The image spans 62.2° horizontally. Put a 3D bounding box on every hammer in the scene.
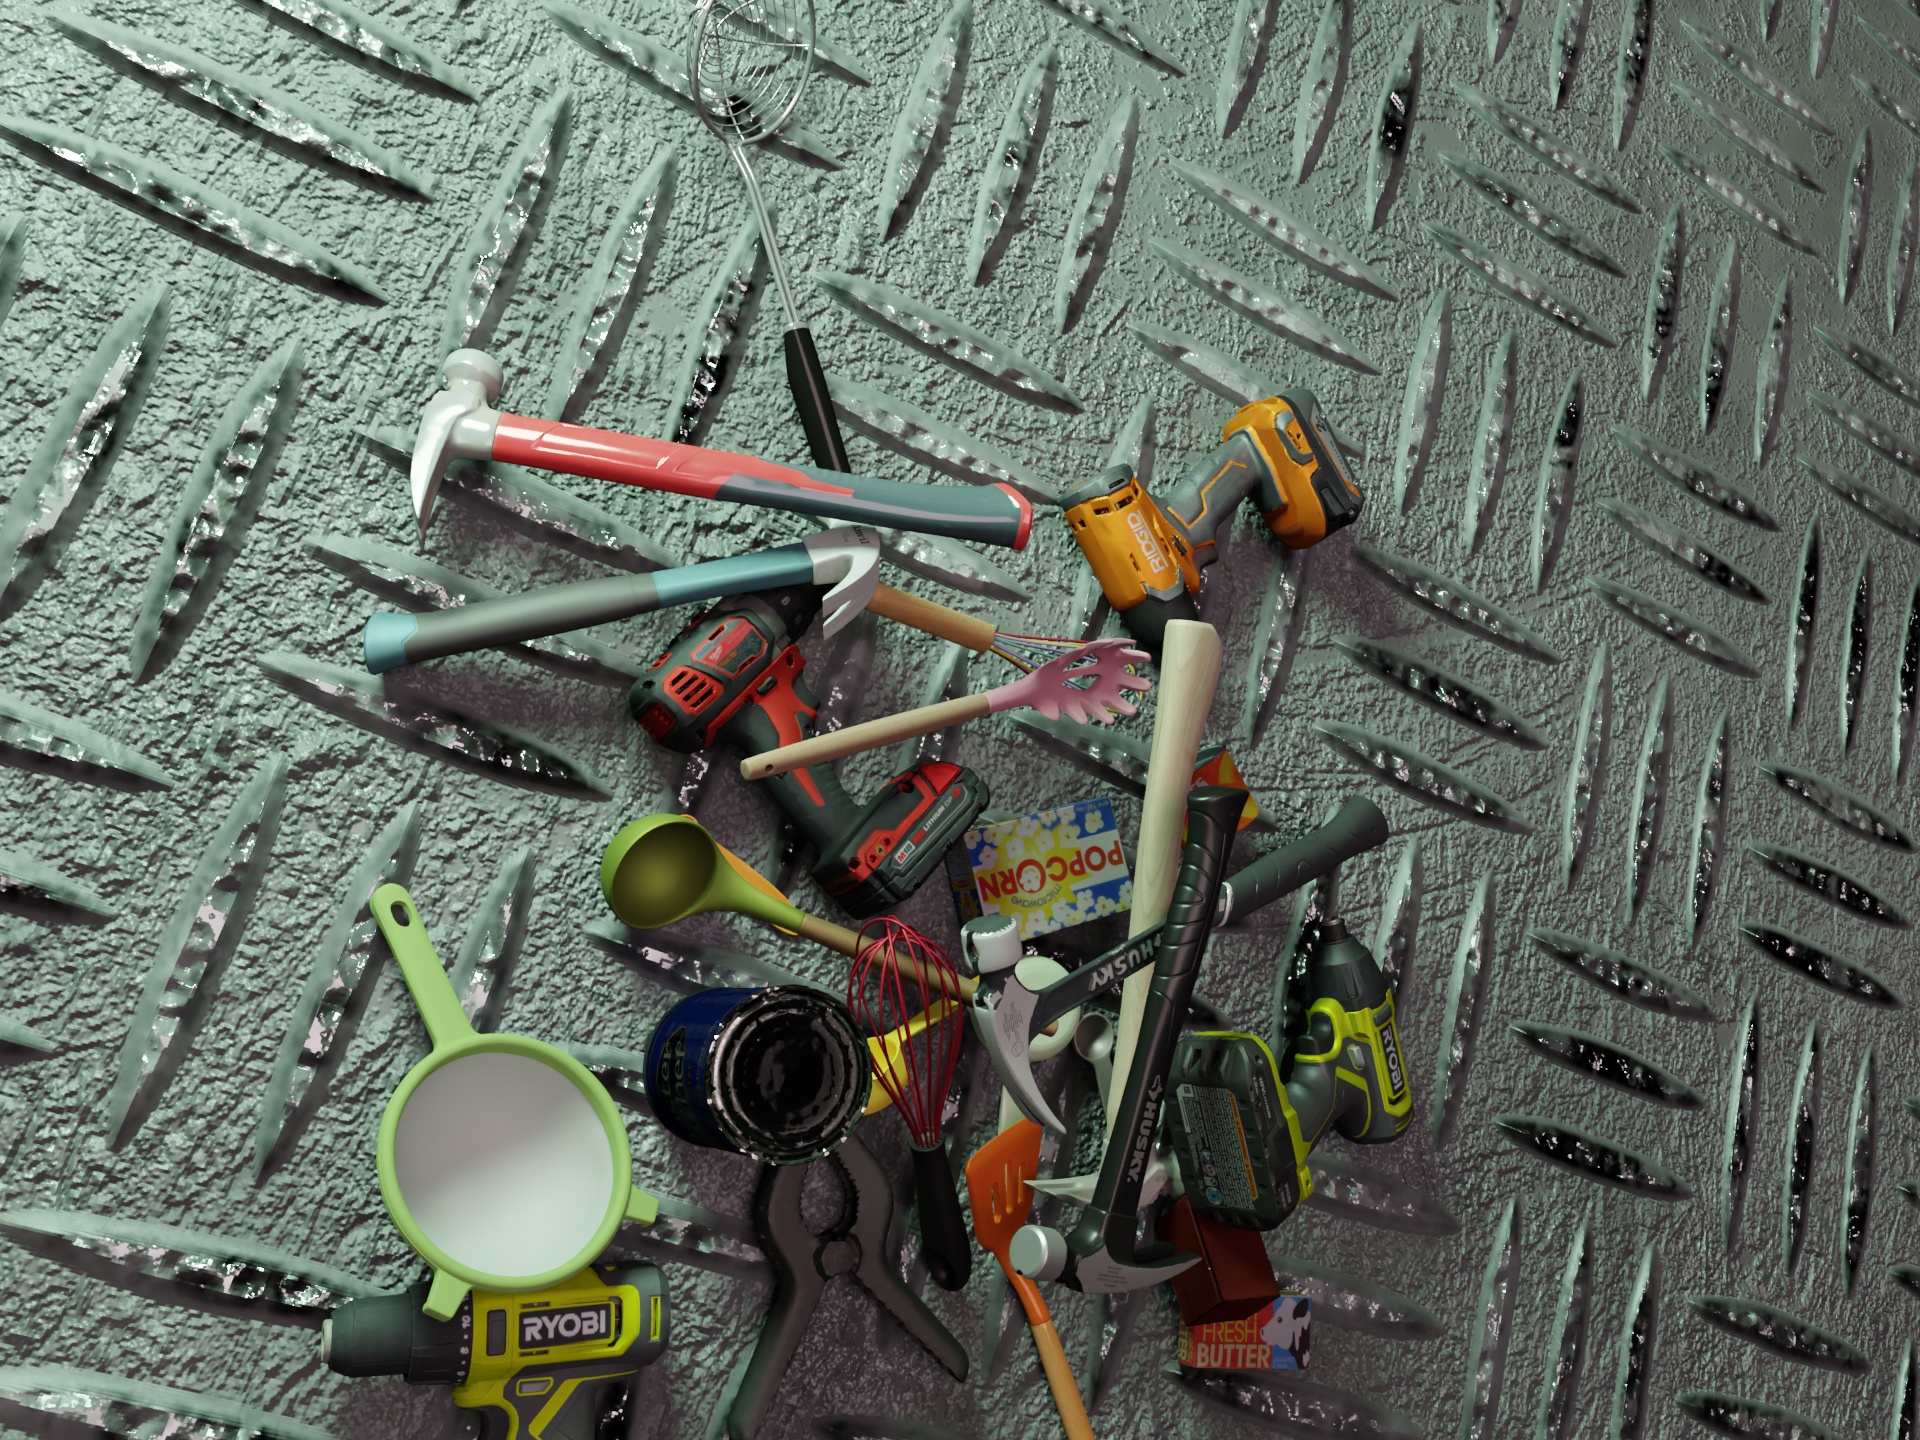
[{"bbox_3d":[-0.208,-0.081,1.013,0.331,0.033,0.128,-13,45,-16],"label":"hammer"},{"bbox_3d":[0.129,0.133,1.111,0.146,0.038,0.411,9,87,-41],"label":"hammer"},{"bbox_3d":[-0.145,-0.142,1.010,0.386,0.038,0.143,9,56,-8],"label":"hammer"},{"bbox_3d":[0.133,0.201,1.030,0.146,0.035,0.335,24,78,-39],"label":"hammer"},{"bbox_3d":[0.169,0.140,1.099,0.409,0.036,0.149,-21,106,-37],"label":"hammer"}]

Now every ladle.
[{"bbox_3d":[-0.079,0.145,1.028,0.320,0.062,0.078,24,98,-10],"label":"ladle"}]

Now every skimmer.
[{"bbox_3d":[-0.110,-0.342,1.113,0.127,0.090,0.363,-16,90,-59],"label":"skimmer"}]

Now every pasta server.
[{"bbox_3d":[-0.002,-0.003,1.052,0.316,0.040,0.060,-16,113,-34],"label":"pasta server"}]

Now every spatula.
[{"bbox_3d":[0.069,0.432,1.083,0.081,0.041,0.322,-20,91,-47],"label":"spatula"}]

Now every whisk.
[{"bbox_3d":[-0.024,0.250,1.007,0.073,0.073,0.295,-23,119,-27],"label":"whisk"},{"bbox_3d":[0.035,-0.055,1.134,0.244,0.051,0.047,18,87,-31],"label":"whisk"}]

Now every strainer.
[{"bbox_3d":[-0.298,0.220,0.937,0.151,0.069,0.256,-13,67,-47],"label":"strainer"}]

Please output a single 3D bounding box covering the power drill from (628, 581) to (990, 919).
[{"bbox_3d":[-0.087,0.000,1.070,0.226,0.080,0.188,46,58,-7],"label":"power drill"}]

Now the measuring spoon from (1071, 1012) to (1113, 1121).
[{"bbox_3d":[0.105,0.270,1.149,0.034,0.018,0.124,-20,96,-30],"label":"measuring spoon"}]

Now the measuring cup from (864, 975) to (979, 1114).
[{"bbox_3d":[-0.023,0.214,1.068,0.156,0.062,0.029,-30,109,-26],"label":"measuring cup"}]

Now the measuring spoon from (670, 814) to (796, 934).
[{"bbox_3d":[-0.149,0.104,1.058,0.116,0.011,0.021,44,65,-16],"label":"measuring spoon"}]

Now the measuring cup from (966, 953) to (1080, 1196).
[{"bbox_3d":[0.046,0.245,1.107,0.083,0.038,0.168,10,74,-24],"label":"measuring cup"}]

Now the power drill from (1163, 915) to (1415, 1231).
[{"bbox_3d":[0.244,0.252,1.149,0.223,0.080,0.171,-20,99,-46],"label":"power drill"}]

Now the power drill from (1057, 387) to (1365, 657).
[{"bbox_3d":[0.201,-0.148,1.236,0.226,0.084,0.164,-29,95,-23],"label":"power drill"}]

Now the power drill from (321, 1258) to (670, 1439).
[{"bbox_3d":[-0.265,0.428,0.904,0.190,0.080,0.229,4,76,-25],"label":"power drill"}]
